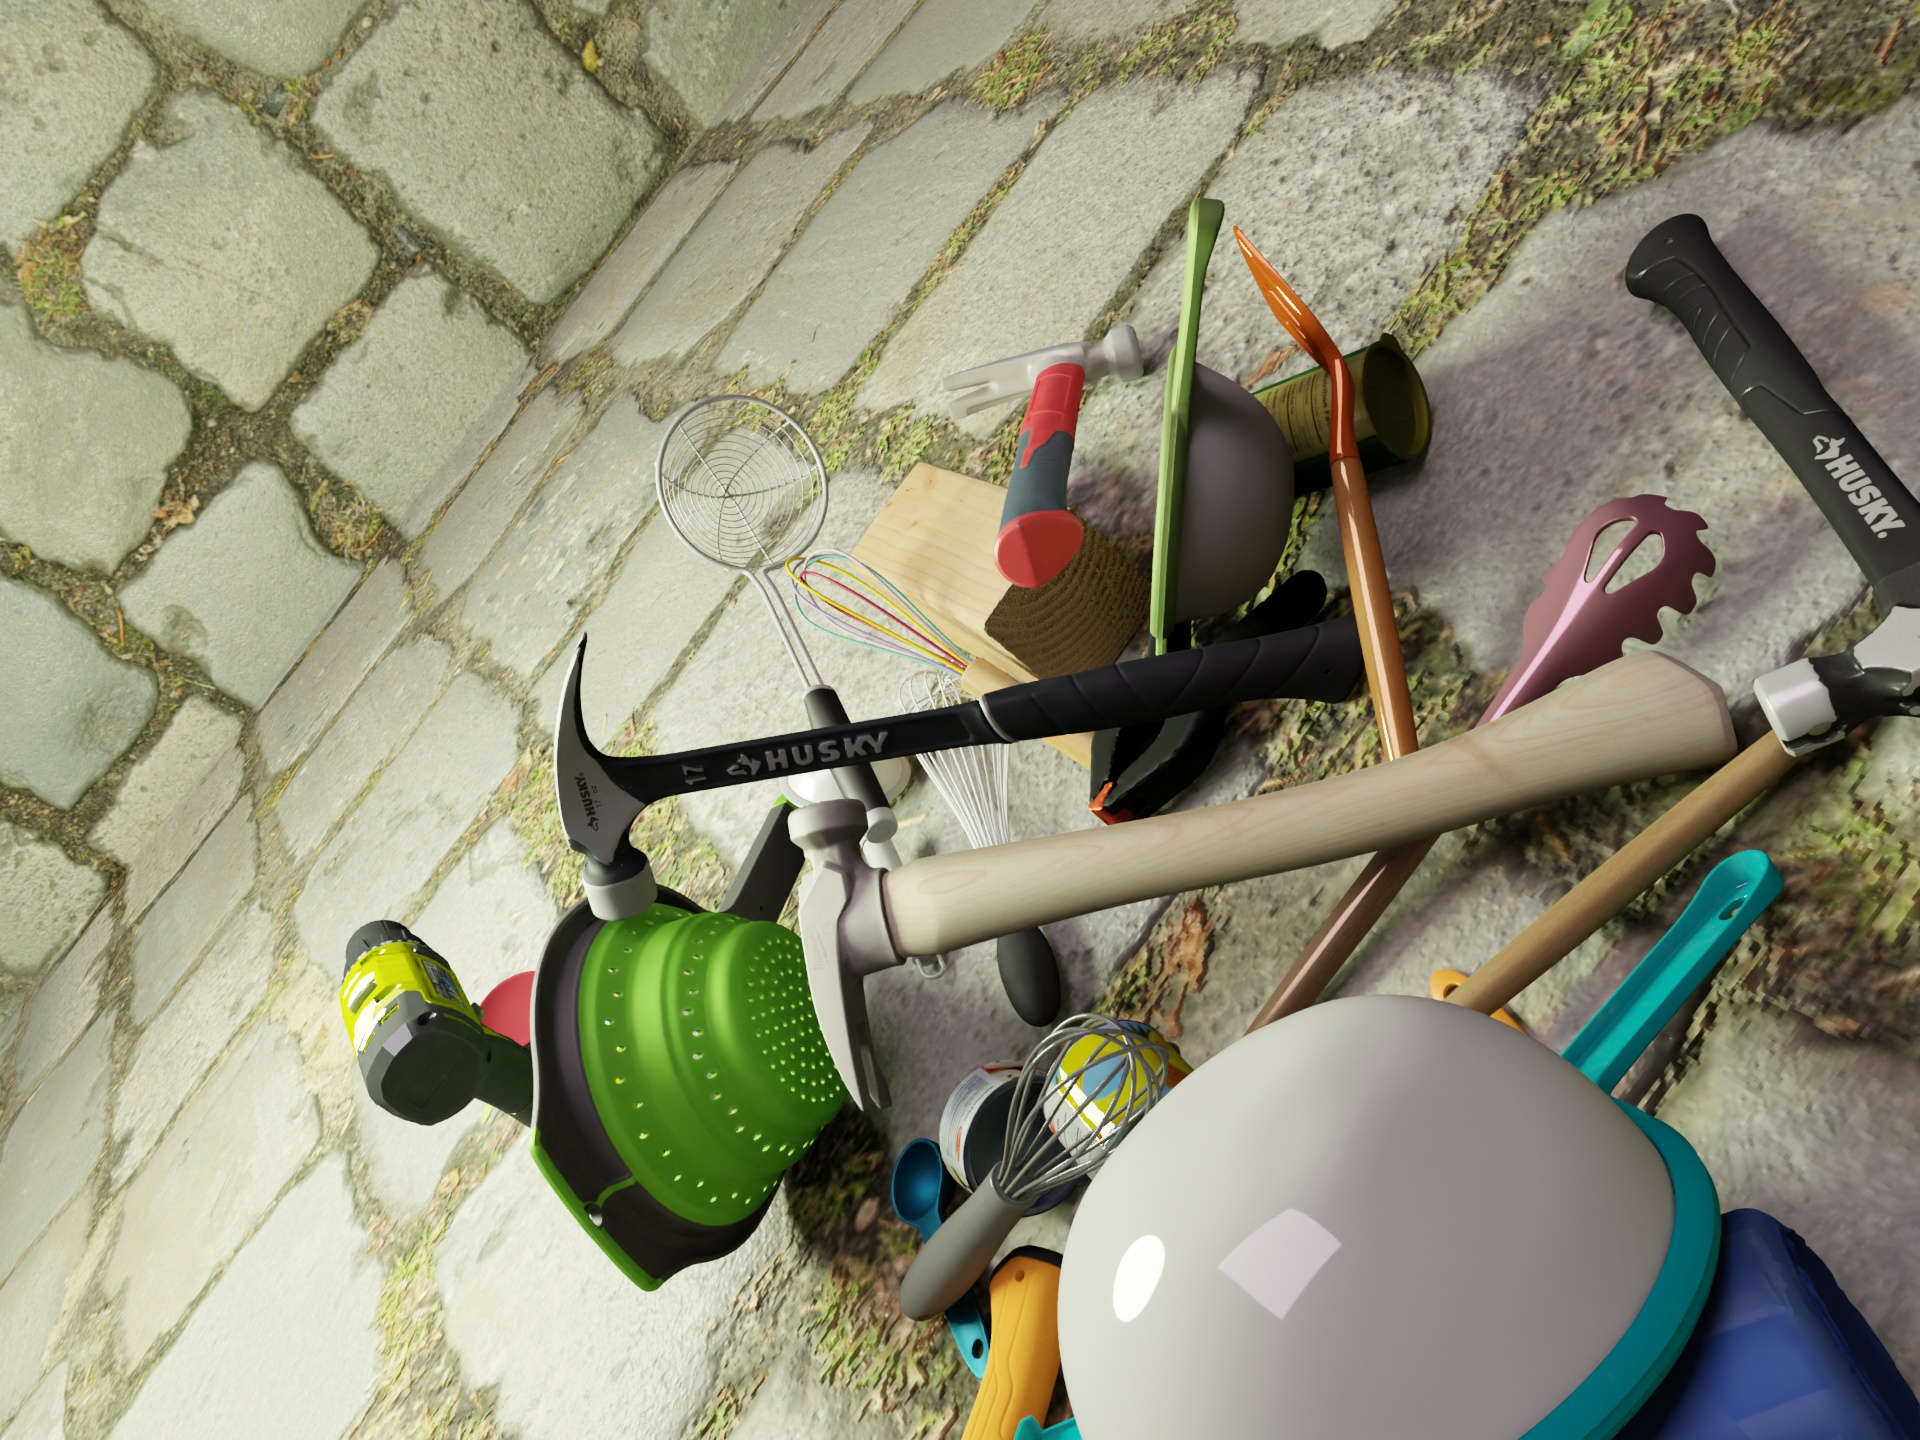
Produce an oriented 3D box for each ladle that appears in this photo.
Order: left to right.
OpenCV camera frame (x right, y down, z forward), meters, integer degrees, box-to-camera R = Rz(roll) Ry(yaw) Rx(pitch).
[{"bbox_3d":[-0.249,0.193,1.139,0.315,0.031,0.069,-20,46,39],"label":"ladle"},{"bbox_3d":[0.199,0.096,0.613,0.320,0.062,0.078,-42,27,7],"label":"ladle"}]

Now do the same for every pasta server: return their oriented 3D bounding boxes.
[{"bbox_3d":[0.214,0.032,0.692,0.060,0.040,0.316,39,97,29],"label":"pasta server"}]

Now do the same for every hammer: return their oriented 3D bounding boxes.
[{"bbox_3d":[-0.009,0.377,0.628,0.127,0.034,0.337,-12,49,48],"label":"hammer"},{"bbox_3d":[-0.001,-0.003,0.789,0.409,0.149,0.036,-10,27,0],"label":"hammer"},{"bbox_3d":[0.038,-0.166,0.972,0.143,0.038,0.387,-12,25,13],"label":"hammer"},{"bbox_3d":[0.117,0.062,0.689,0.410,0.038,0.146,-16,77,20],"label":"hammer"},{"bbox_3d":[0.357,-0.131,0.667,0.146,0.035,0.335,-28,36,22],"label":"hammer"}]

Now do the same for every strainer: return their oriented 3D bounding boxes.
[{"bbox_3d":[-0.054,0.068,0.987,0.087,0.050,0.259,-13,40,-14],"label":"strainer"},{"bbox_3d":[0.134,-0.145,0.777,0.069,0.256,0.152,5,56,6],"label":"strainer"},{"bbox_3d":[0.151,0.114,0.509,0.340,0.095,0.211,-36,4,-26],"label":"strainer"}]

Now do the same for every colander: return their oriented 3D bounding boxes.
[{"bbox_3d":[-0.108,0.133,0.908,0.094,0.204,0.397,-24,21,21],"label":"colander"}]

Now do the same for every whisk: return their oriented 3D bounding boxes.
[{"bbox_3d":[-0.012,-0.037,0.941,0.245,0.047,0.051,33,87,24],"label":"whisk"},{"bbox_3d":[0.017,0.061,0.908,0.070,0.070,0.285,-39,38,19],"label":"whisk"},{"bbox_3d":[0.020,0.198,0.670,0.055,0.055,0.238,-90,22,-46],"label":"whisk"}]

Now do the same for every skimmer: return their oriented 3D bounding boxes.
[{"bbox_3d":[-0.106,-0.078,1.041,0.364,0.127,0.090,62,144,40],"label":"skimmer"}]

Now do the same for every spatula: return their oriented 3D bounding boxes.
[{"bbox_3d":[0.184,-0.101,0.779,0.041,0.081,0.323,-14,66,22],"label":"spatula"}]

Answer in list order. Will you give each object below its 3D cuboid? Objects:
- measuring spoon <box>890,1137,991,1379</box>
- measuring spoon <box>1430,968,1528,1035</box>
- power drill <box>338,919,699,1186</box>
[{"bbox_3d":[-0.001,0.258,0.764,0.042,0.021,0.129,-53,38,22],"label":"measuring spoon"},{"bbox_3d":[0.213,0.130,0.614,0.021,0.011,0.117,-46,31,9],"label":"measuring spoon"},{"bbox_3d":[-0.265,0.204,0.950,0.080,0.228,0.191,-54,31,-5],"label":"power drill"}]
